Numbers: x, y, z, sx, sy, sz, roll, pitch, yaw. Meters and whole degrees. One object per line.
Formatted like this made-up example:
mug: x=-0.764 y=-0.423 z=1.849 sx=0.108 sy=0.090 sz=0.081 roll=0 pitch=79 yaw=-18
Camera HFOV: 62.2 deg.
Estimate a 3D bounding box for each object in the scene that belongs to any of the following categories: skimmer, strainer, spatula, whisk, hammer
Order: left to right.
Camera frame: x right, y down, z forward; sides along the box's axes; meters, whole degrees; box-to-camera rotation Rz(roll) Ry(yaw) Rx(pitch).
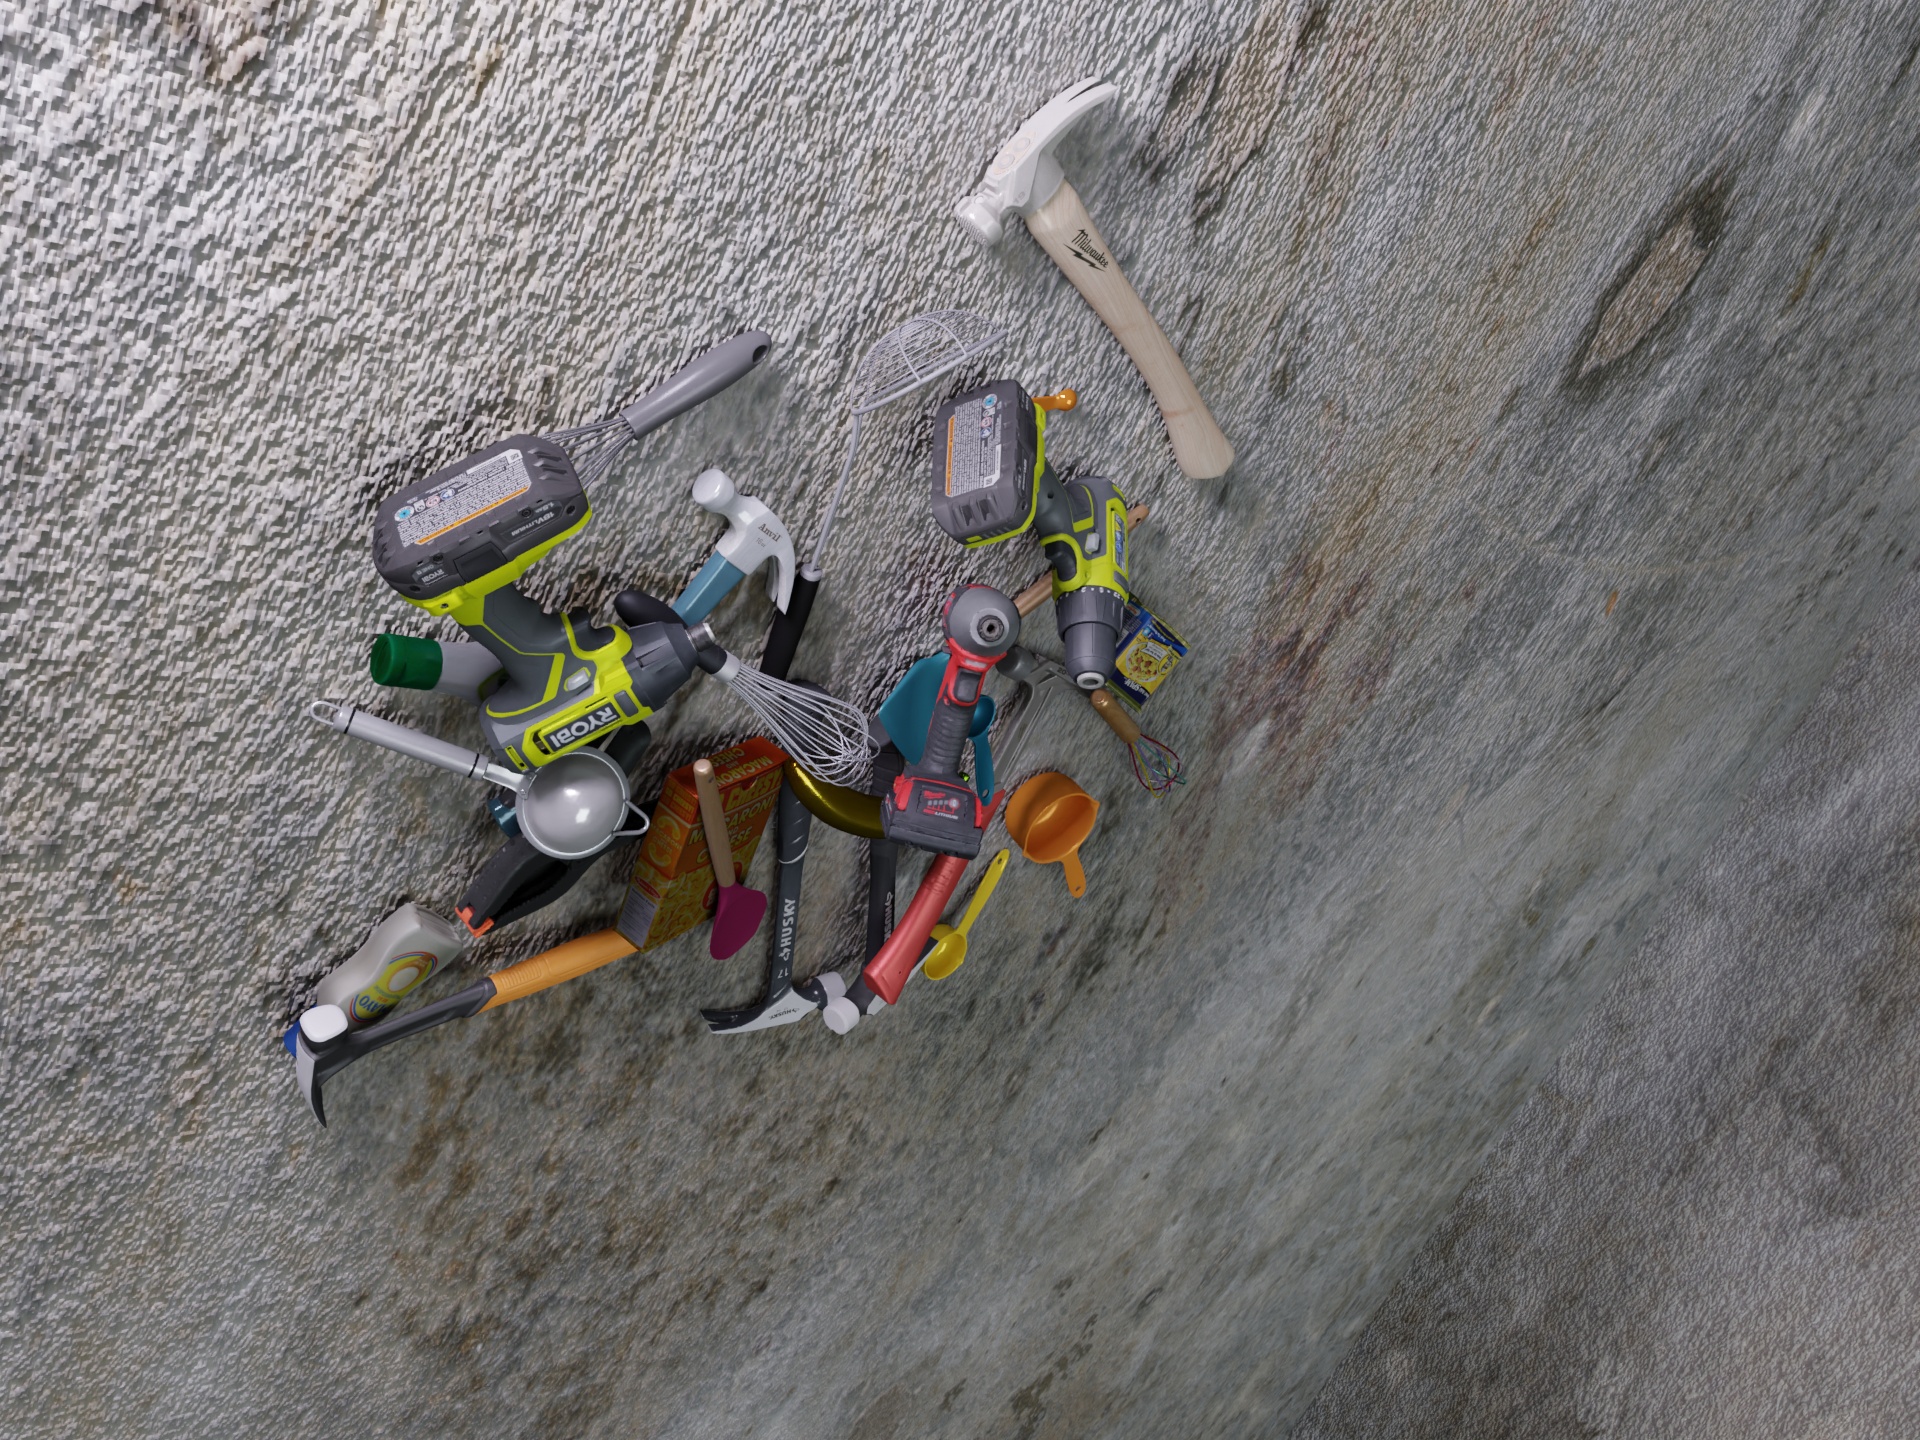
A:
strainer: x=-0.343 y=0.038 z=1.155 sx=0.258 sy=0.050 sz=0.087 roll=22 pitch=87 yaw=-21
hammer: x=-0.379 y=0.226 z=1.316 sx=0.337 sy=0.034 sz=0.127 roll=-20 pitch=146 yaw=-37
whisk: x=-0.229 y=-0.206 z=1.097 sx=0.239 sy=0.055 sz=0.055 roll=-36 pitch=140 yaw=-16
hammer: x=-0.252 y=-0.037 z=1.230 sx=0.331 sy=0.033 sz=0.128 roll=-48 pitch=139 yaw=6
whisk: x=-0.163 y=-0.029 z=1.243 sx=0.070 sy=0.070 sz=0.284 roll=-48 pitch=133 yaw=5
hammer: x=-0.160 y=0.134 z=1.453 sx=0.149 sy=0.036 sz=0.408 roll=-15 pitch=131 yaw=-29
skimmer: x=-0.071 y=-0.154 z=1.233 sx=0.363 sy=0.090 sz=0.127 roll=-66 pitch=175 yaw=29
hammer: x=-0.069 y=0.134 z=1.506 sx=0.146 sy=0.035 sz=0.334 roll=-34 pitch=138 yaw=-45
hammer: x=0.013 y=0.106 z=1.514 sx=0.149 sy=0.037 sz=0.359 roll=26 pitch=93 yaw=-47
spatula: x=0.053 y=-0.089 z=1.428 sx=0.317 sy=0.044 sz=0.082 roll=-39 pitch=135 yaw=-7
whisk: x=0.177 y=0.025 z=1.597 sx=0.047 sy=0.051 sz=0.244 roll=-50 pitch=149 yaw=-2
hammer: x=0.146 y=-0.332 z=1.302 sx=0.146 sy=0.038 sz=0.410 roll=-47 pitch=140 yaw=2

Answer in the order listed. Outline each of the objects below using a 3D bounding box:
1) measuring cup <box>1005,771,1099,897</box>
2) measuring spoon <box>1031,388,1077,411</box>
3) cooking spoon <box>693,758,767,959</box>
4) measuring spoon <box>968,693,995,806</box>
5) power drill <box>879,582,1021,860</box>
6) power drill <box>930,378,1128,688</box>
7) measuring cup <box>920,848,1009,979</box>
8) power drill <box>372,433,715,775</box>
measuring cup: x=0.097 y=0.121 z=1.640 sx=0.095 sy=0.052 sz=0.173 roll=-33 pitch=141 yaw=-12
measuring spoon: x=0.049 y=-0.253 z=1.307 sx=0.117 sy=0.011 sz=0.021 roll=-18 pitch=134 yaw=-27
cooking spoon: x=-0.196 y=0.119 z=1.317 sx=0.069 sy=0.017 sz=0.318 roll=-42 pitch=157 yaw=-24
measuring spoon: x=0.014 y=0.027 z=1.442 sx=0.042 sy=0.021 sz=0.128 roll=-33 pitch=137 yaw=-29
power drill: x=-0.002 y=-0.004 z=1.319 sx=0.078 sy=0.143 sz=0.219 roll=13 pitch=96 yaw=-8
power drill: x=0.069 y=-0.148 z=1.287 sx=0.080 sy=0.191 sz=0.228 roll=-14 pitch=148 yaw=28
measuring cup: x=0.002 y=0.196 z=1.654 sx=0.062 sy=0.029 sz=0.156 roll=30 pitch=91 yaw=-50
power drill: x=-0.274 y=-0.075 z=1.070 sx=0.171 sy=0.080 sz=0.223 roll=-28 pitch=140 yaw=-5
